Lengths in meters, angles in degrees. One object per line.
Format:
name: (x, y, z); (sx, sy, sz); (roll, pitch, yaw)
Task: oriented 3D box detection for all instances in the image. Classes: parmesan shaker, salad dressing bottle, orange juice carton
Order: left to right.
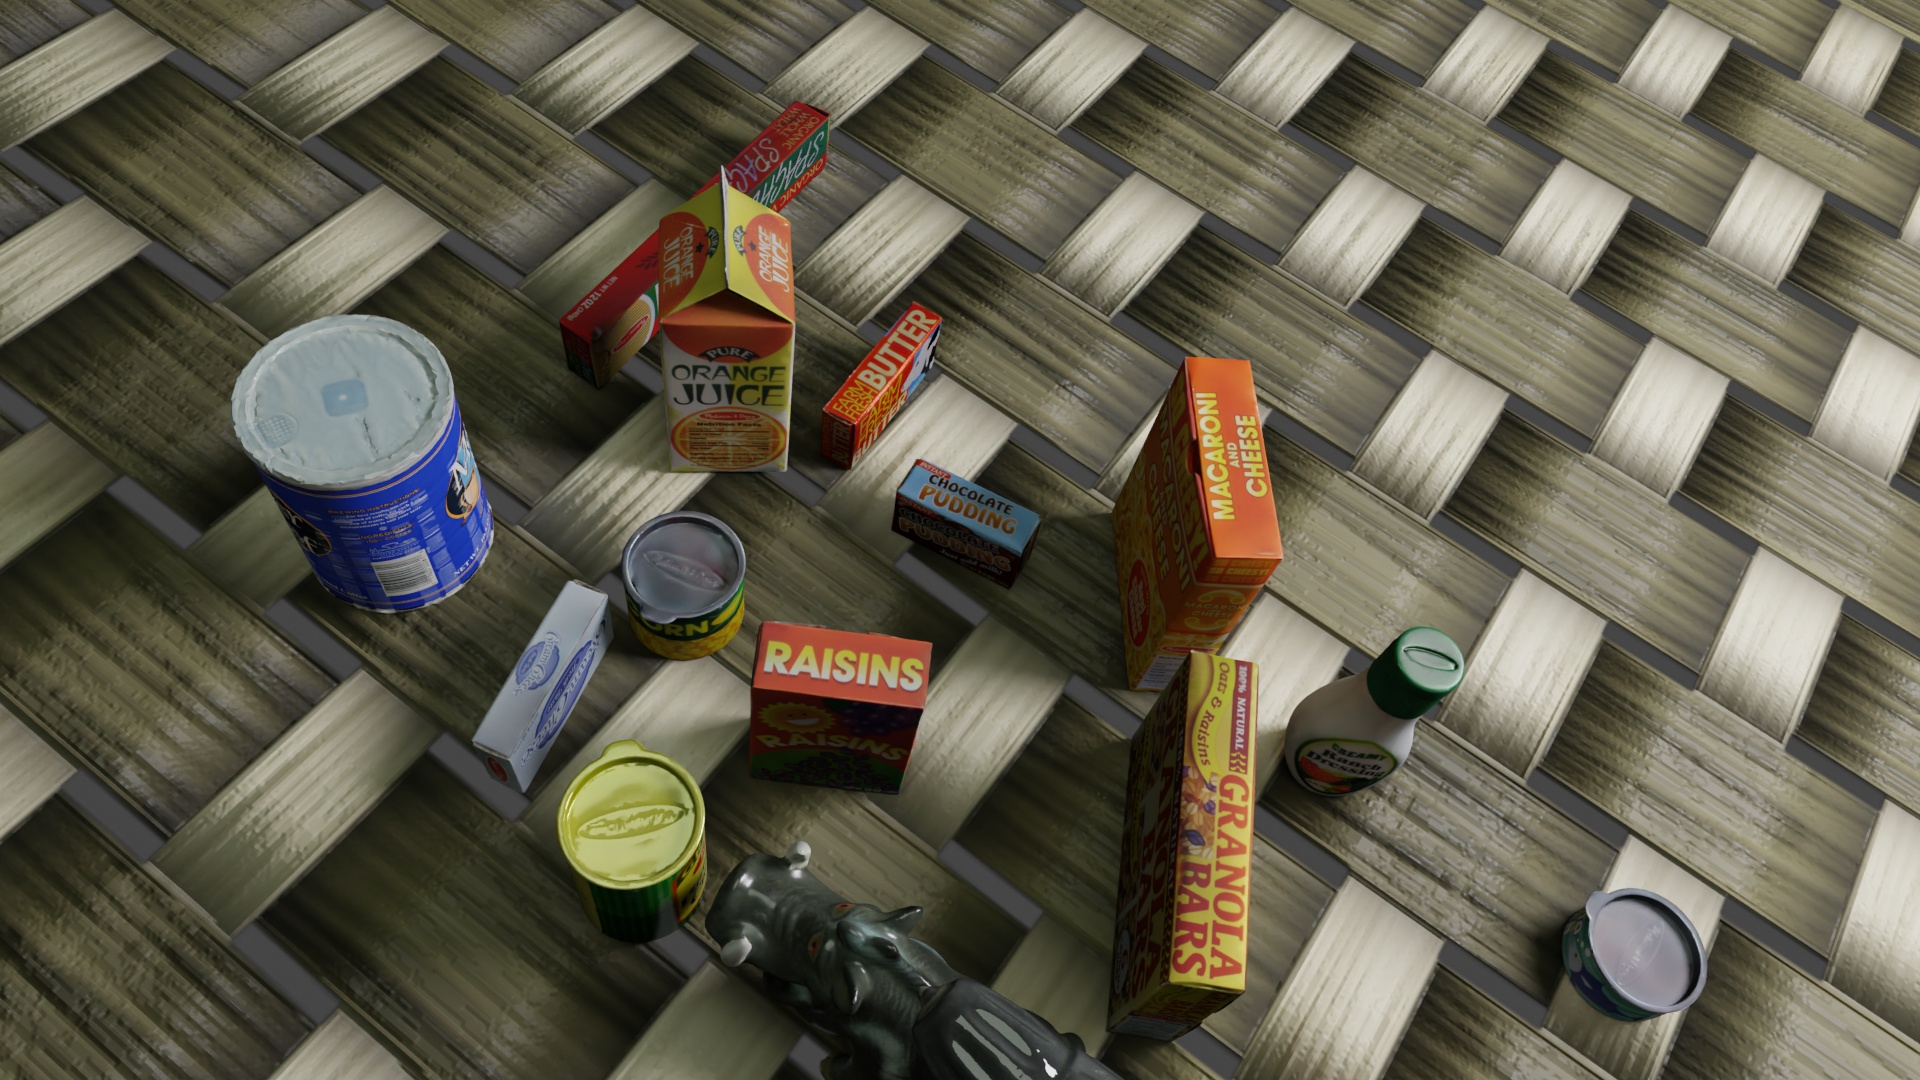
parmesan shaker: (-0.157, 0.149, 0.678); (0.071, 0.102, 0.071); (4, 60, -7)
orange juice carton: (-0.132, -0.117, 0.784); (0.073, 0.191, 0.072); (-1, 61, -9)
salad dressing bottle: (0.220, 0.093, 0.744); (0.064, 0.147, 0.044); (17, 60, 1)

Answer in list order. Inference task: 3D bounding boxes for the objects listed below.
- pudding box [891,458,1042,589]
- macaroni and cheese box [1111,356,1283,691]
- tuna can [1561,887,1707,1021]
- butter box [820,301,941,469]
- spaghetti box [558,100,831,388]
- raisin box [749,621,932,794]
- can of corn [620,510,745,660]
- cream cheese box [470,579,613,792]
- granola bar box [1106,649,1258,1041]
pudding box: (0.003, -0.010, 0.826); (0.084, 0.049, 0.030); (27, 60, 7)
macaroni and cheese box: (0.125, -0.004, 0.774); (0.040, 0.165, 0.124); (2, 60, -8)
tuna can: (0.364, 0.224, 0.757); (0.071, 0.032, 0.071); (4, 60, -7)
butter box: (-0.049, -0.096, 0.865); (0.024, 0.053, 0.104); (31, 60, 9)
spaghetti box: (-0.167, -0.199, 0.907); (0.029, 0.050, 0.251); (32, 61, 9)
raisin box: (-0.064, 0.088, 0.716); (0.086, 0.122, 0.040); (8, 60, -4)
can of corn: (-0.155, 0.028, 0.774); (0.071, 0.058, 0.071); (4, 60, -7)
cream cheese box: (-0.220, 0.077, 0.738); (0.024, 0.053, 0.104); (21, 59, 4)
granola bar box: (0.113, 0.157, 0.704); (0.039, 0.123, 0.166); (11, 59, -2)
